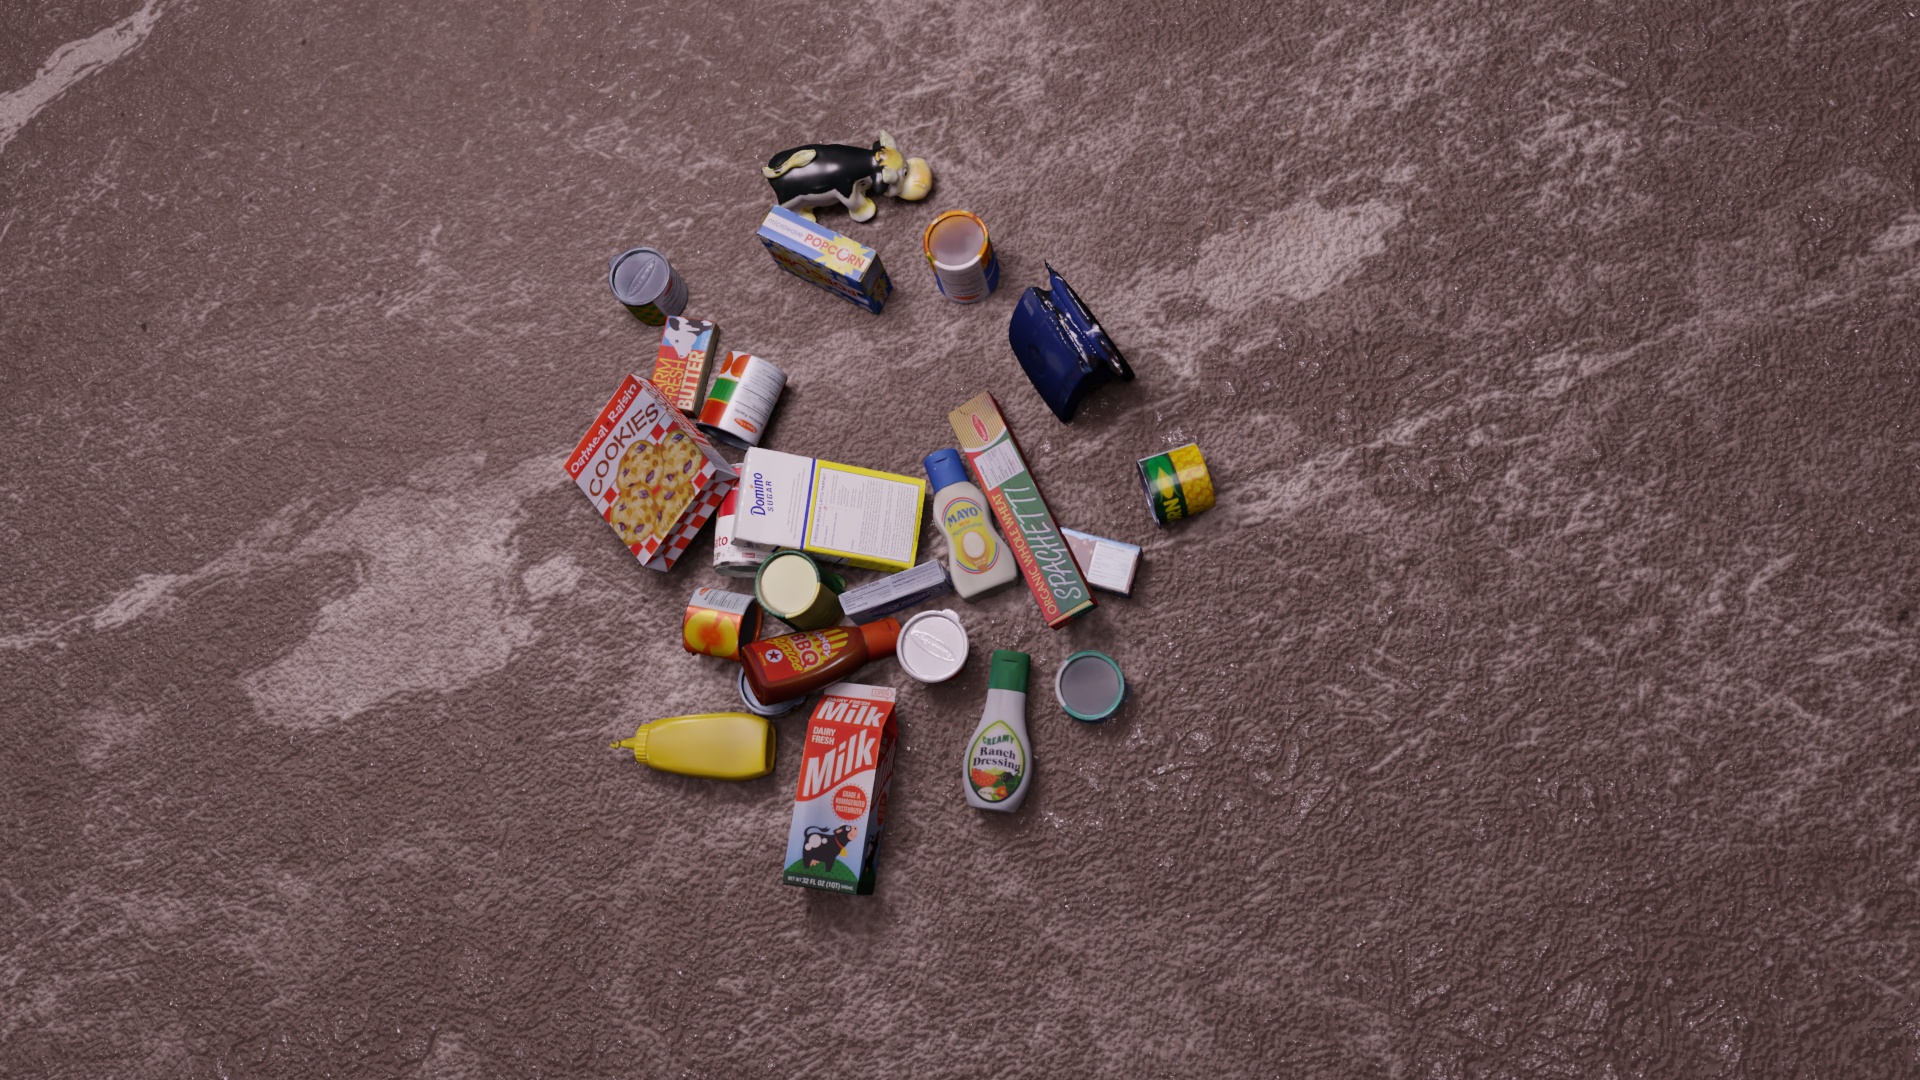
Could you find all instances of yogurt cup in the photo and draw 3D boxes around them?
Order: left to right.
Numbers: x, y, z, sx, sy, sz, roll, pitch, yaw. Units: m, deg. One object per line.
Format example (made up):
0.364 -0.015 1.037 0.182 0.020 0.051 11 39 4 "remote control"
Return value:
-0.022 0.104 1.318 0.072 0.054 0.072 -2 76 8 "yogurt cup"

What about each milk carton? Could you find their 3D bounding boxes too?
-0.107 0.228 1.290 0.072 0.073 0.191 5 76 11 "milk carton"

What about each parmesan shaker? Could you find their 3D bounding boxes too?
-0.150 0.049 1.326 0.071 0.103 0.071 -2 76 8 "parmesan shaker"

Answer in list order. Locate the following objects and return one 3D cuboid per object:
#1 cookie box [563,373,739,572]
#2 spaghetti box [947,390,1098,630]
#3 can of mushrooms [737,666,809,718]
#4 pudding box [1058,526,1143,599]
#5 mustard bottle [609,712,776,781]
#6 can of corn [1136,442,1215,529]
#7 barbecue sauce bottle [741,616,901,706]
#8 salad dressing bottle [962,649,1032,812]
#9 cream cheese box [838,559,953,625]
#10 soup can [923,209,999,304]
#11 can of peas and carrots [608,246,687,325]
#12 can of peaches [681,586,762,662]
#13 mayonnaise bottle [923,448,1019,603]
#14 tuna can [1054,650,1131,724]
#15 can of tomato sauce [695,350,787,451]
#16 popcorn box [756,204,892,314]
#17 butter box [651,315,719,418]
-0.309 -0.069 1.379 0.168 0.040 0.122 45 102 30 "cookie box"
0.058 -0.031 1.331 0.050 0.028 0.251 -30 64 12 "spaghetti box"
-0.177 0.140 1.343 0.071 0.033 0.071 -2 75 8 "can of mushrooms"
0.128 0.021 1.329 0.084 0.030 0.050 14 80 12 "pudding box"
-0.259 0.196 1.333 0.160 0.048 0.065 1 77 9 "mustard bottle"
0.205 -0.051 1.317 0.058 0.071 0.071 -18 74 4 "can of corn"
-0.127 0.109 1.312 0.149 0.043 0.065 -15 47 -22 "barbecue sauce bottle"
0.039 0.177 1.296 0.064 0.044 0.148 5 77 9 "salad dressing bottle"
-0.061 0.051 1.338 0.104 0.053 0.024 -20 74 3 "cream cheese box"
0.001 -0.288 1.399 0.071 0.083 0.071 -2 75 8 "soup can"
-0.329 -0.267 1.457 0.071 0.058 0.071 -2 75 9 "can of peas and carrots"
-0.231 0.084 1.350 0.058 0.071 0.071 9 78 10 "can of peaches"
0.005 -0.017 1.352 0.065 0.041 0.148 -22 74 3 "mayonnaise bottle"
0.124 0.137 1.299 0.071 0.032 0.071 -2 76 9 "tuna can"
-0.222 -0.141 1.406 0.071 0.071 0.083 20 79 13 "can of tomato sauce"
-0.138 -0.287 1.419 0.127 0.085 0.038 28 81 14 "popcorn box"
-0.289 -0.181 1.446 0.053 0.024 0.103 9 77 10 "butter box"
